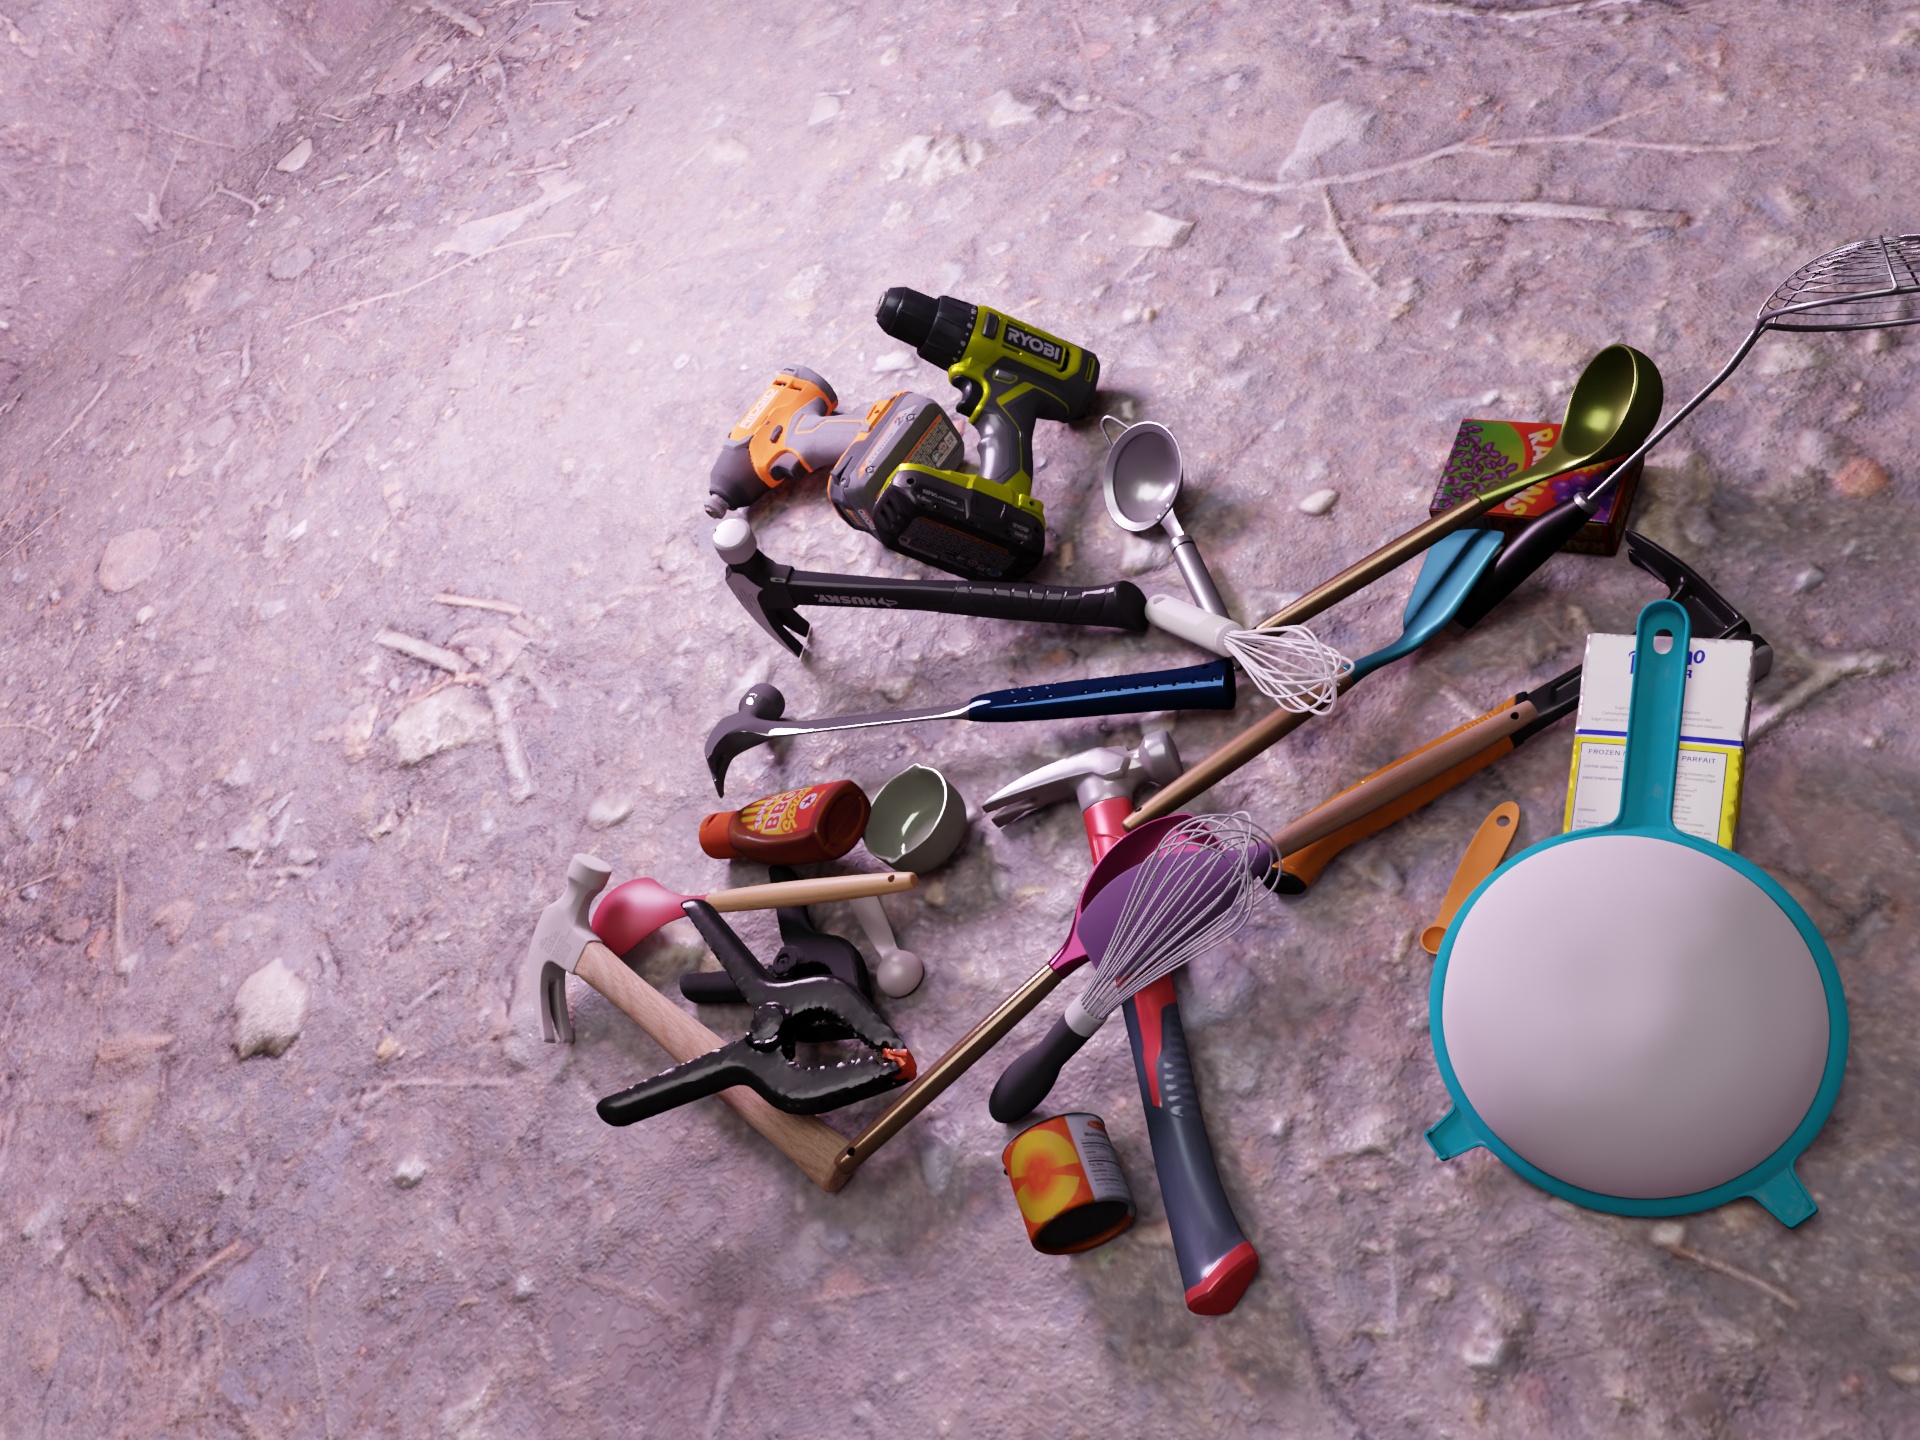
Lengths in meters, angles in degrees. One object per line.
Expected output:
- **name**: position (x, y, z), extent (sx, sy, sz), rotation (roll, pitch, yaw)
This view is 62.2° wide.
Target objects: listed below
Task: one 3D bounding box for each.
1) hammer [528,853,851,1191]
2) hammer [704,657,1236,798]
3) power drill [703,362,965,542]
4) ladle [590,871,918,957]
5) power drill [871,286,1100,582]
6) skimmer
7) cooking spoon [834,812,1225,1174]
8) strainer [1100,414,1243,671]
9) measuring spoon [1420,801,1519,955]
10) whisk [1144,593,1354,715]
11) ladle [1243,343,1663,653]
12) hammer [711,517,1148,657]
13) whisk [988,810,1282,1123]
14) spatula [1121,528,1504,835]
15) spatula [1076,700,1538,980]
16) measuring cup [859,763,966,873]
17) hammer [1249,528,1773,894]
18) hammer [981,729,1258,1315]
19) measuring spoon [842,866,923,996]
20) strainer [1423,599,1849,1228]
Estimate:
- **hammer**: position (-0.196, 0.226, 1.121), extent (0.332, 0.031, 0.130), rotation (30, 97, 34)
- **hammer**: position (-0.002, -0.004, 1.177), extent (0.405, 0.035, 0.144), rotation (-6, 23, 19)
- **power drill**: position (-0.124, -0.228, 1.403), extent (0.227, 0.084, 0.164), rotation (21, 69, 42)
- **ladle**: position (-0.161, 0.132, 1.156), extent (0.315, 0.031, 0.069), rotation (-11, 53, 33)
- **power drill**: position (0.005, -0.239, 1.285), extent (0.080, 0.190, 0.229), rotation (136, 150, -59)
- **skimmer**: position (0.450, -0.155, 0.975), extent (0.363, 0.127, 0.090), rotation (-48, 66, 31)
- **cooking spoon**: position (0.041, 0.177, 1.012), extent (0.319, 0.017, 0.069), rotation (-42, 65, -2)
- **strainer**: position (0.166, -0.136, 1.207), extent (0.087, 0.050, 0.259), rotation (-50, 45, 37)
- **measuring spoon**: position (0.316, 0.097, 0.979), extent (0.021, 0.011, 0.117), rotation (22, 66, 33)
- **whisk**: position (0.187, -0.054, 1.079), extent (0.058, 0.059, 0.246), rotation (-24, 22, -13)
- **ladle**: position (0.321, -0.141, 1.071), extent (0.320, 0.062, 0.078), rotation (-32, 27, 16)
- **hammer**: position (-0.019, -0.093, 1.239), extent (0.335, 0.146, 0.035), rotation (5, 59, 18)
- **whisk**: position (0.093, 0.156, 0.943), extent (0.284, 0.070, 0.070), rotation (-56, 39, 32)
- **spatula**: position (0.232, -0.024, 1.064), extent (0.317, 0.044, 0.082), rotation (-34, 14, -9)
- **spatula**: position (0.215, 0.067, 0.990), extent (0.316, 0.018, 0.060), rotation (-28, 67, 2)
- **measuring cup**: position (-0.065, 0.085, 1.178), extent (0.167, 0.038, 0.083), rotation (-16, 48, 36)
- **hammer**: position (0.332, 0.006, 1.019), extent (0.337, 0.034, 0.127), rotation (-32, 49, 4)
- **hammer**: position (0.105, 0.182, 1.009), extent (0.143, 0.038, 0.387), rotation (-21, 50, 15)
- **measuring spoon**: position (-0.062, 0.146, 1.136), extent (0.034, 0.018, 0.124), rotation (-34, 47, 2)
- **strainer**: position (0.357, 0.087, 0.846), extent (0.211, 0.095, 0.340), rotation (4, 77, 29)
